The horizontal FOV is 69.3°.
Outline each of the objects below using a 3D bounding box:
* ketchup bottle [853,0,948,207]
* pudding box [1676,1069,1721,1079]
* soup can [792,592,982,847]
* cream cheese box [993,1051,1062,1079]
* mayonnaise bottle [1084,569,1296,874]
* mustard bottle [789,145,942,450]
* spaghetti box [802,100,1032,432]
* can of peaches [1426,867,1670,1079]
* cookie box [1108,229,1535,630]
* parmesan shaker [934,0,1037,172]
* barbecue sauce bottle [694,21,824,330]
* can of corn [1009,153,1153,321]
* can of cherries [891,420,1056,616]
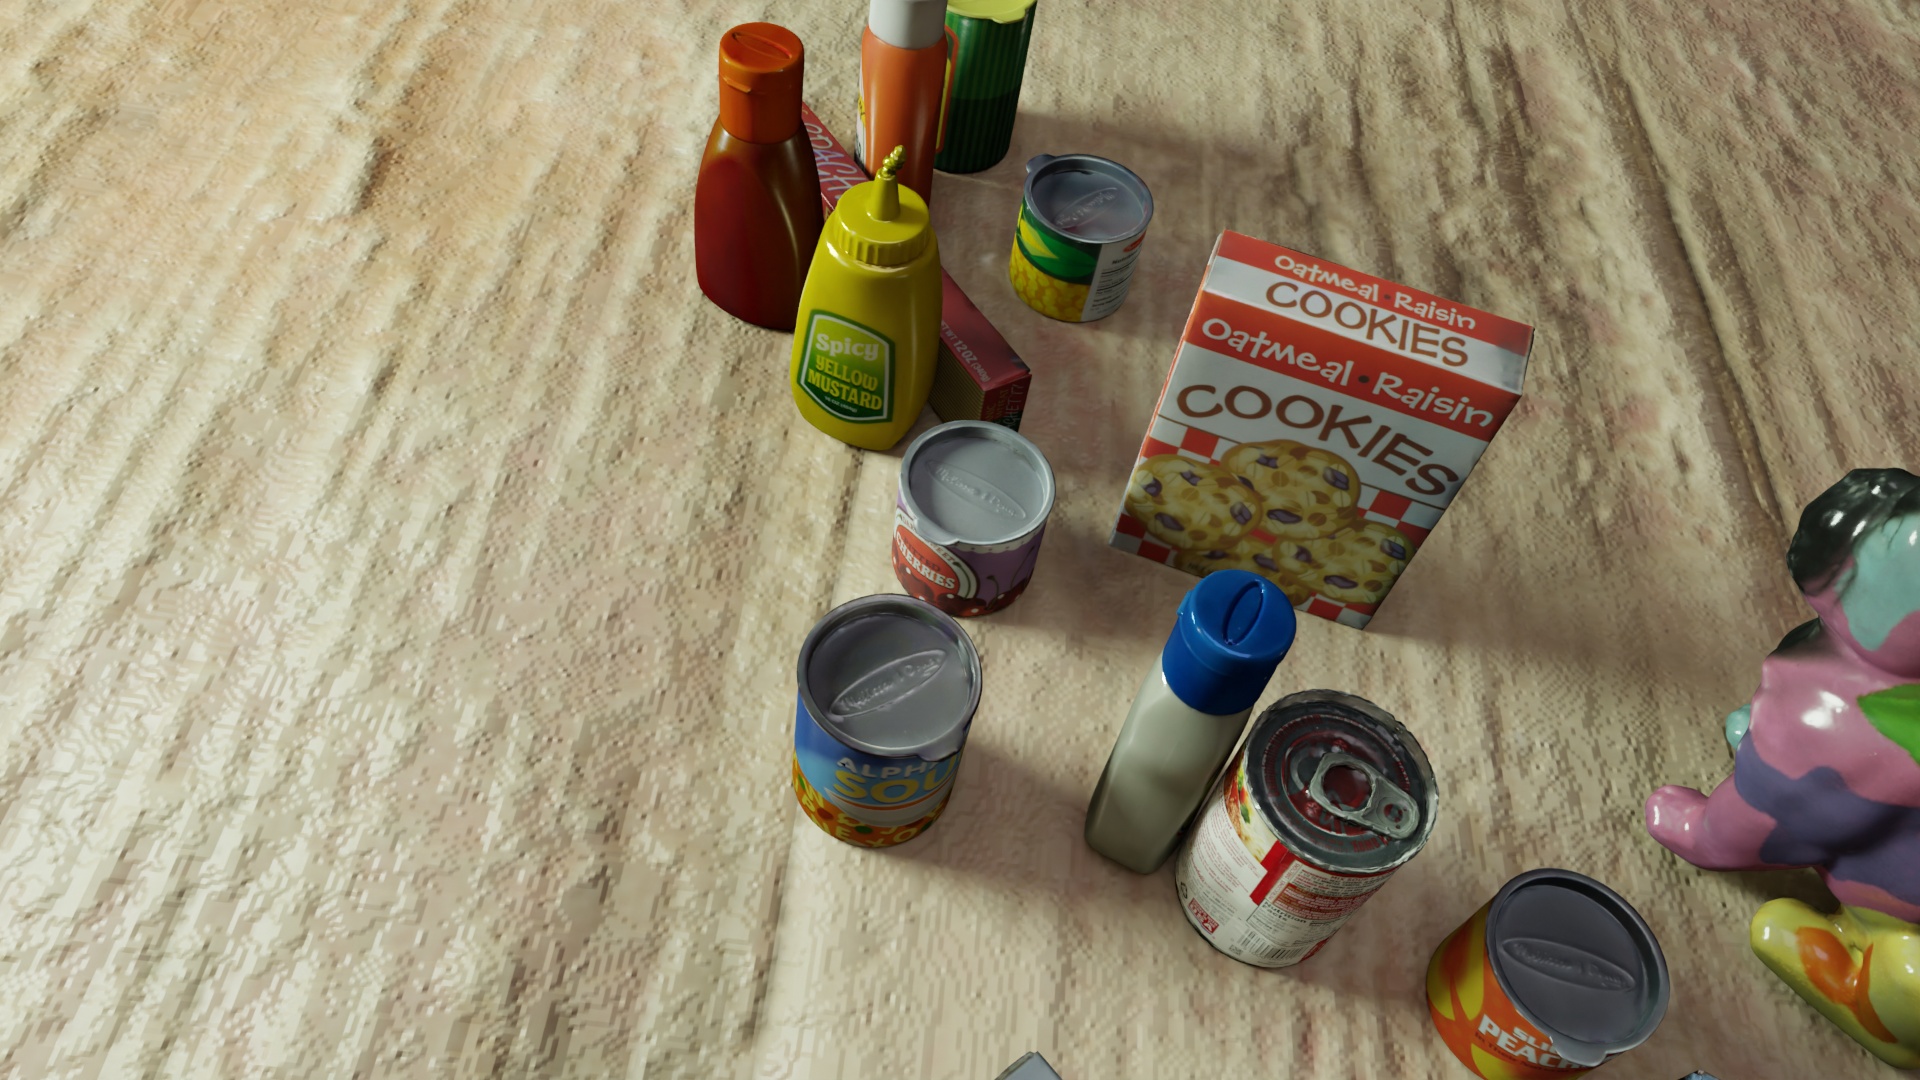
[{"bbox_3d":[-0.030,-0.227,0.700,0.043,0.148,0.065,4,54,-6],"label":"ketchup bottle"},{"bbox_3d":[0.249,0.230,0.474,0.030,0.049,0.084,23,54,8],"label":"pudding box"},{"bbox_3d":[-0.029,0.072,0.524,0.071,0.083,0.072,4,54,-6],"label":"soup can"},{"bbox_3d":[0.045,0.219,0.448,0.024,0.053,0.104,-32,65,-27],"label":"cream cheese box"},{"bbox_3d":[0.082,0.066,0.506,0.041,0.147,0.065,27,55,11],"label":"mayonnaise bottle"},{"bbox_3d":[-0.039,-0.106,0.604,0.065,0.159,0.049,21,54,7],"label":"mustard bottle"},{"bbox_3d":[-0.048,-0.147,0.700,0.029,0.050,0.251,-25,62,-24],"label":"spaghetti box"},{"bbox_3d":[0.213,0.165,0.510,0.071,0.057,0.071,4,54,-6],"label":"can of peaches"},{"bbox_3d":[0.141,-0.040,0.580,0.123,0.166,0.040,19,54,5],"label":"cookie box"},{"bbox_3d":[0.004,-0.259,0.756,0.071,0.102,0.071,4,54,-6],"label":"parmesan shaker"},{"bbox_3d":[-0.093,-0.167,0.647,0.065,0.147,0.044,26,55,10],"label":"barbecue sauce bottle"},{"bbox_3d":[0.059,-0.157,0.719,0.071,0.058,0.071,4,54,-6],"label":"can of corn"},{"bbox_3d":[0.002,-0.008,0.602,0.071,0.058,0.072,4,54,-6],"label":"can of cherries"}]
